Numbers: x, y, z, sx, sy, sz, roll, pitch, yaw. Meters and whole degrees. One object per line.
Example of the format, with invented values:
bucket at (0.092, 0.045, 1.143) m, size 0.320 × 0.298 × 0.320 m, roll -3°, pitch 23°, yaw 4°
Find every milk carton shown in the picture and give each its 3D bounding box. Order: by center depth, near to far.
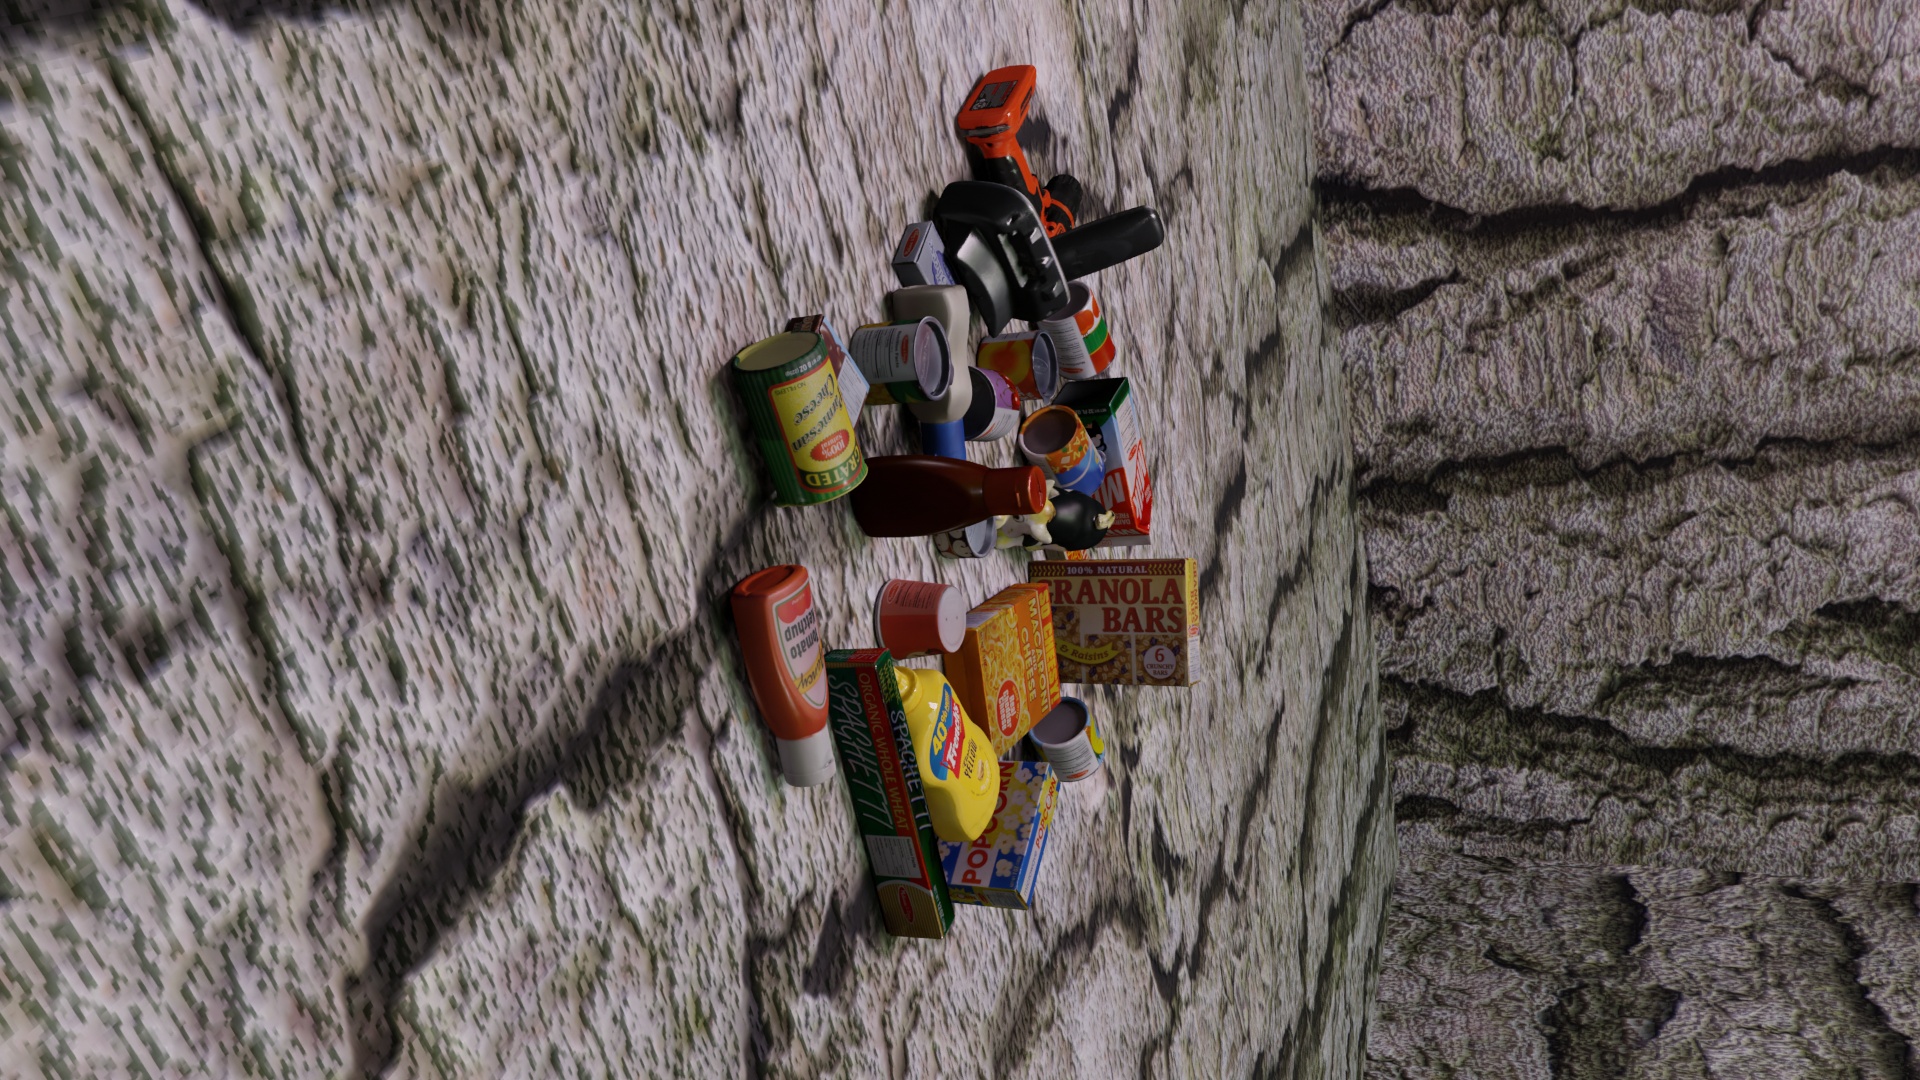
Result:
milk carton at (0.158, -0.075, 1.514) m, size 0.074 × 0.072 × 0.189 m, roll -55°, pitch 135°, yaw -52°

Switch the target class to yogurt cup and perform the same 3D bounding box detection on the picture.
yogurt cup at (-0.030, 0.064, 1.122) m, size 0.072 × 0.054 × 0.072 m, roll -4°, pitch 91°, yaw -65°

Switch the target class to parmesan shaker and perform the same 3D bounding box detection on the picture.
parmesan shaker at (-0.112, -0.082, 0.948) m, size 0.072 × 0.071 × 0.102 m, roll -58°, pitch 138°, yaw -50°

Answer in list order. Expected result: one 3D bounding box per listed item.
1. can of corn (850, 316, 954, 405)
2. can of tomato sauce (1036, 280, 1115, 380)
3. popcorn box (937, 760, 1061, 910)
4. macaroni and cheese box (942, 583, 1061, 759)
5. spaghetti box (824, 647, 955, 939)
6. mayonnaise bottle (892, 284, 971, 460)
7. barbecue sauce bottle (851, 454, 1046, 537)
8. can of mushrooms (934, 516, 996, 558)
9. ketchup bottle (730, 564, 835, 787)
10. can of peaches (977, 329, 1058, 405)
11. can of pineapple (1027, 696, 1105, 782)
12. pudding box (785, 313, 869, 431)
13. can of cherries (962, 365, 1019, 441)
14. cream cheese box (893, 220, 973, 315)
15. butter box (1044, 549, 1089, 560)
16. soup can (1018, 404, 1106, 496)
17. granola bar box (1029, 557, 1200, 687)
can of corn at (-0.046, -0.140, 1.099) m, size 0.071 × 0.058 × 0.071 m, roll -3°, pitch 91°, yaw -65°
can of tomato sauce at (0.119, -0.220, 1.447) m, size 0.082 × 0.071 × 0.071 m, roll 60°, pitch 37°, yaw -44°
popcorn box at (0.030, 0.252, 1.198) m, size 0.038 × 0.085 × 0.127 m, roll 63°, pitch 35°, yaw -41°
macaroni and cheese box at (0.040, 0.118, 1.284) m, size 0.167 × 0.040 × 0.123 m, roll -27°, pitch 113°, yaw -62°
spaghetti box at (-0.055, 0.196, 1.065) m, size 0.029 × 0.050 × 0.249 m, roll -49°, pitch 131°, yaw -58°
mayonnaise bottle at (-0.019, -0.137, 1.155) m, size 0.041 × 0.065 × 0.147 m, roll -25°, pitch 115°, yaw -48°
barbecue sauce bottle at (-0.009, -0.035, 1.064) m, size 0.044 × 0.148 × 0.064 m, roll -45°, pitch 128°, yaw -57°
can of mushrooms at (0.004, -0.015, 1.226) m, size 0.071 × 0.033 × 0.071 m, roll -4°, pitch 91°, yaw -65°
ketchup bottle at (-0.117, 0.095, 0.948) m, size 0.065 × 0.043 × 0.148 m, roll -41°, pitch 125°, yaw -59°
can of peaches at (0.055, -0.162, 1.316) m, size 0.071 × 0.058 × 0.071 m, roll -2°, pitch 91°, yaw -66°
can of pineapple at (0.105, 0.197, 1.389) m, size 0.071 × 0.071 × 0.057 m, roll -68°, pitch 146°, yaw -41°
pudding box at (-0.100, -0.120, 1.015) m, size 0.083 × 0.030 × 0.050 m, roll 57°, pitch 40°, yaw -48°
can of cherries at (0.010, -0.121, 1.211) m, size 0.058 × 0.071 × 0.071 m, roll -7°, pitch 95°, yaw -65°
cream cheese box at (-0.022, -0.218, 1.196) m, size 0.103 × 0.024 × 0.053 m, roll 60°, pitch 37°, yaw -45°
butter box at (0.108, 0.003, 1.457) m, size 0.053 × 0.024 × 0.103 m, roll -62°, pitch 141°, yaw -46°
soup can at (0.105, -0.089, 1.402) m, size 0.083 × 0.071 × 0.071 m, roll 54°, pitch 41°, yaw -50°
granola bar box at (0.151, 0.080, 1.377) m, size 0.039 × 0.165 × 0.124 m, roll -1°, pitch 89°, yaw -64°
